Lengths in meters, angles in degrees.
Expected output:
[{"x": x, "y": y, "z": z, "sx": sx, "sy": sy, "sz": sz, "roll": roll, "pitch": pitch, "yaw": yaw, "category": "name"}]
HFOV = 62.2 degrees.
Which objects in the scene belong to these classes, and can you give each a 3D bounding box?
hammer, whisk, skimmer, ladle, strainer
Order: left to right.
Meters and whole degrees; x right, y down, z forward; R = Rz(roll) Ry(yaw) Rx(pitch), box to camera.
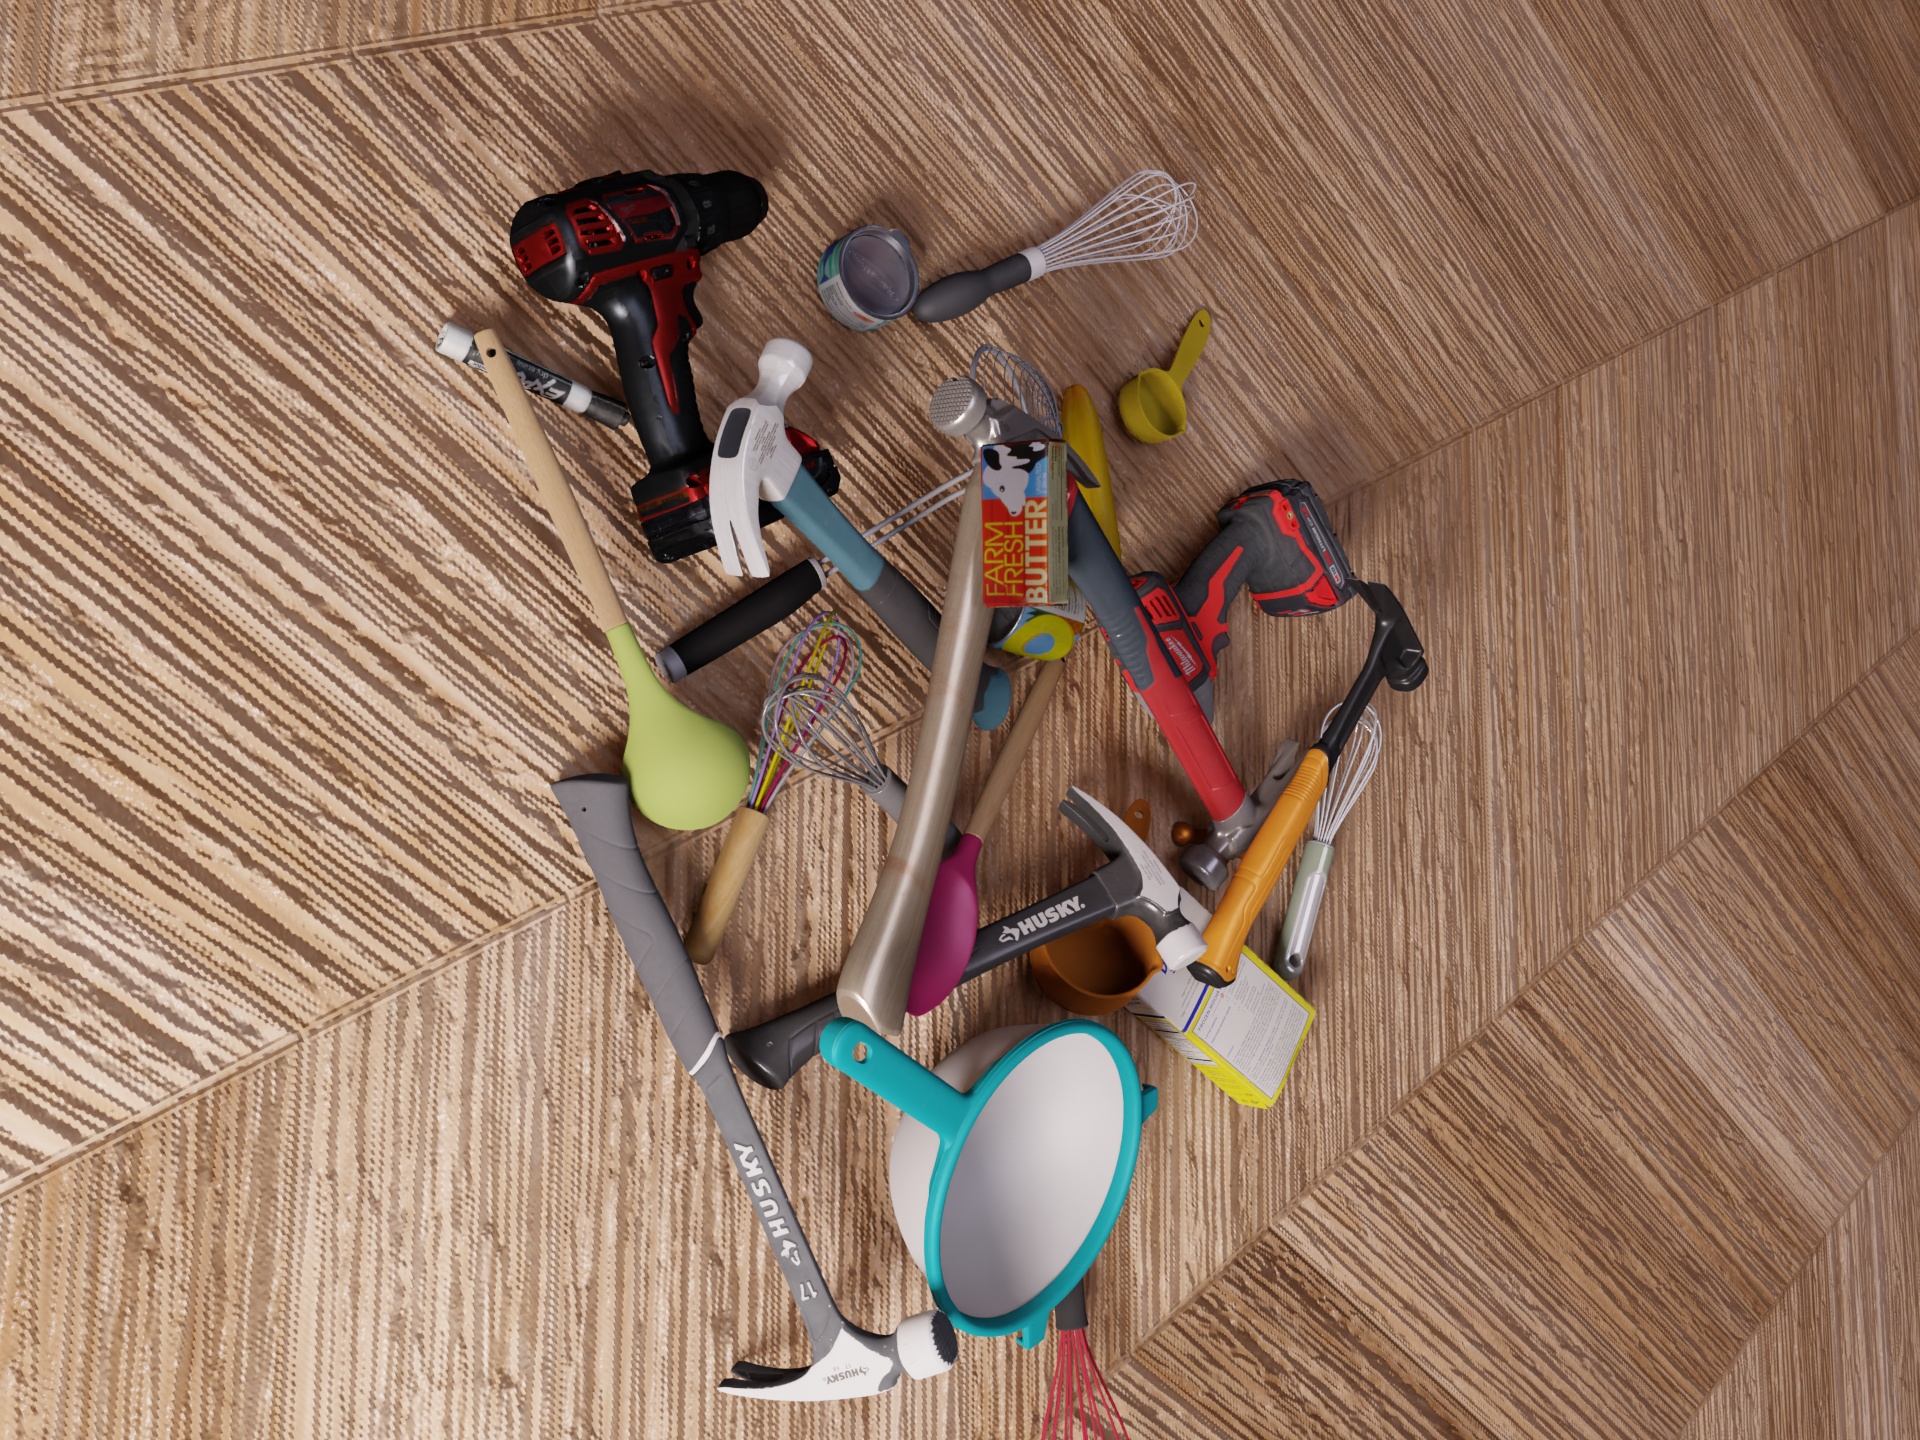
[{"x": -0.215, "y": -0.081, "z": 0.953, "sx": 0.078, "sy": 0.062, "sz": 0.320, "roll": -23, "pitch": 97, "yaw": 0, "category": "ladle"}, {"x": -0.148, "y": 0.219, "z": 0.950, "sx": 0.409, "sy": 0.149, "sz": 0.036, "roll": 66, "pitch": 18, "yaw": -1, "category": "hammer"}, {"x": -0.122, "y": 0.040, "z": 1.020, "sx": 0.051, "sy": 0.047, "sz": 0.245, "roll": 29, "pitch": 74, "yaw": -28, "category": "whisk"}, {"x": -0.064, "y": -0.135, "z": 1.083, "sx": 0.363, "sy": 0.090, "sz": 0.127, "roll": -35, "pitch": 123, "yaw": -23, "category": "skimmer"}, {"x": -0.054, "y": 0.042, "z": 1.029, "sx": 0.238, "sy": 0.055, "sz": 0.055, "roll": 46, "pitch": 59, "yaw": -47, "category": "whisk"}, {"x": -0.051, "y": -0.089, "z": 1.015, "sx": 0.330, "sy": 0.033, "sz": 0.128, "roll": 46, "pitch": 60, "yaw": -49, "category": "hammer"}, {"x": -0.010, "y": 0.254, "z": 1.008, "sx": 0.340, "sy": 0.095, "sz": 0.211, "roll": 46, "pitch": 67, "yaw": -43, "category": "strainer"}, {"x": -0.002, "y": -0.003, "z": 1.018, "sx": 0.146, "sy": 0.038, "sz": 0.411, "roll": 25, "pitch": 73, "yaw": -46, "category": "hammer"}, {"x": -0.002, "y": 0.156, "z": 1.065, "sx": 0.334, "sy": 0.035, "sz": 0.146, "roll": -21, "pitch": 67, "yaw": -26, "category": "hammer"}, {"x": 0.075, "y": -0.354, "z": 1.196, "sx": 0.284, "sy": 0.070, "sz": 0.070, "roll": -30, "pitch": 103, "yaw": -29, "category": "whisk"}, {"x": 0.080, "y": 0.445, "z": 1.115, "sx": 0.073, "sy": 0.073, "sz": 0.296, "roll": 0, "pitch": 79, "yaw": -36, "category": "whisk"}, {"x": 0.150, "y": -0.040, "z": 1.132, "sx": 0.143, "sy": 0.038, "sz": 0.385, "roll": -49, "pitch": 132, "yaw": -16, "category": "hammer"}, {"x": 0.260, "y": 0.052, "z": 1.215, "sx": 0.337, "sy": 0.034, "sz": 0.127, "roll": -58, "pitch": 135, "yaw": -18, "category": "hammer"}, {"x": 0.301, "y": 0.097, "z": 1.317, "sx": 0.057, "sy": 0.059, "sz": 0.246, "roll": 23, "pitch": 76, "yaw": -20, "category": "whisk"}]

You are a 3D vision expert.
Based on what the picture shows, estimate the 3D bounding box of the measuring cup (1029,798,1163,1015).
[{"x": 0.106, "y": 0.136, "z": 1.162, "sx": 0.095, "sy": 0.052, "sz": 0.174, "roll": 23, "pitch": 53, "yaw": 0, "category": "measuring cup"}]

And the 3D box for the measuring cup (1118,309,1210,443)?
[{"x": 0.167, "y": -0.280, "z": 1.278, "sx": 0.062, "sy": 0.029, "sz": 0.157, "roll": 47, "pitch": 49, "yaw": -23, "category": "measuring cup"}]

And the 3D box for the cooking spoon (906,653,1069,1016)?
[{"x": 0.017, "y": 0.063, "z": 1.092, "sx": 0.068, "sy": 0.017, "sz": 0.319, "roll": 43, "pitch": 52, "yaw": -22, "category": "cooking spoon"}]

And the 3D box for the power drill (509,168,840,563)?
[{"x": -0.159, "y": -0.231, "z": 0.986, "sx": 0.188, "sy": 0.080, "sz": 0.226, "roll": -34, "pitch": 106, "yaw": -46, "category": "power drill"}]

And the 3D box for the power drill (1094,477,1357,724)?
[{"x": 0.209, "y": -0.085, "z": 1.253, "sx": 0.220, "sy": 0.078, "sz": 0.143, "roll": -38, "pitch": 107, "yaw": -30, "category": "power drill"}]

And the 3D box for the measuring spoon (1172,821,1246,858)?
[{"x": 0.215, "y": 0.098, "z": 1.274, "sx": 0.116, "sy": 0.011, "sz": 0.021, "roll": 13, "pitch": 78, "yaw": -34, "category": "measuring spoon"}]
